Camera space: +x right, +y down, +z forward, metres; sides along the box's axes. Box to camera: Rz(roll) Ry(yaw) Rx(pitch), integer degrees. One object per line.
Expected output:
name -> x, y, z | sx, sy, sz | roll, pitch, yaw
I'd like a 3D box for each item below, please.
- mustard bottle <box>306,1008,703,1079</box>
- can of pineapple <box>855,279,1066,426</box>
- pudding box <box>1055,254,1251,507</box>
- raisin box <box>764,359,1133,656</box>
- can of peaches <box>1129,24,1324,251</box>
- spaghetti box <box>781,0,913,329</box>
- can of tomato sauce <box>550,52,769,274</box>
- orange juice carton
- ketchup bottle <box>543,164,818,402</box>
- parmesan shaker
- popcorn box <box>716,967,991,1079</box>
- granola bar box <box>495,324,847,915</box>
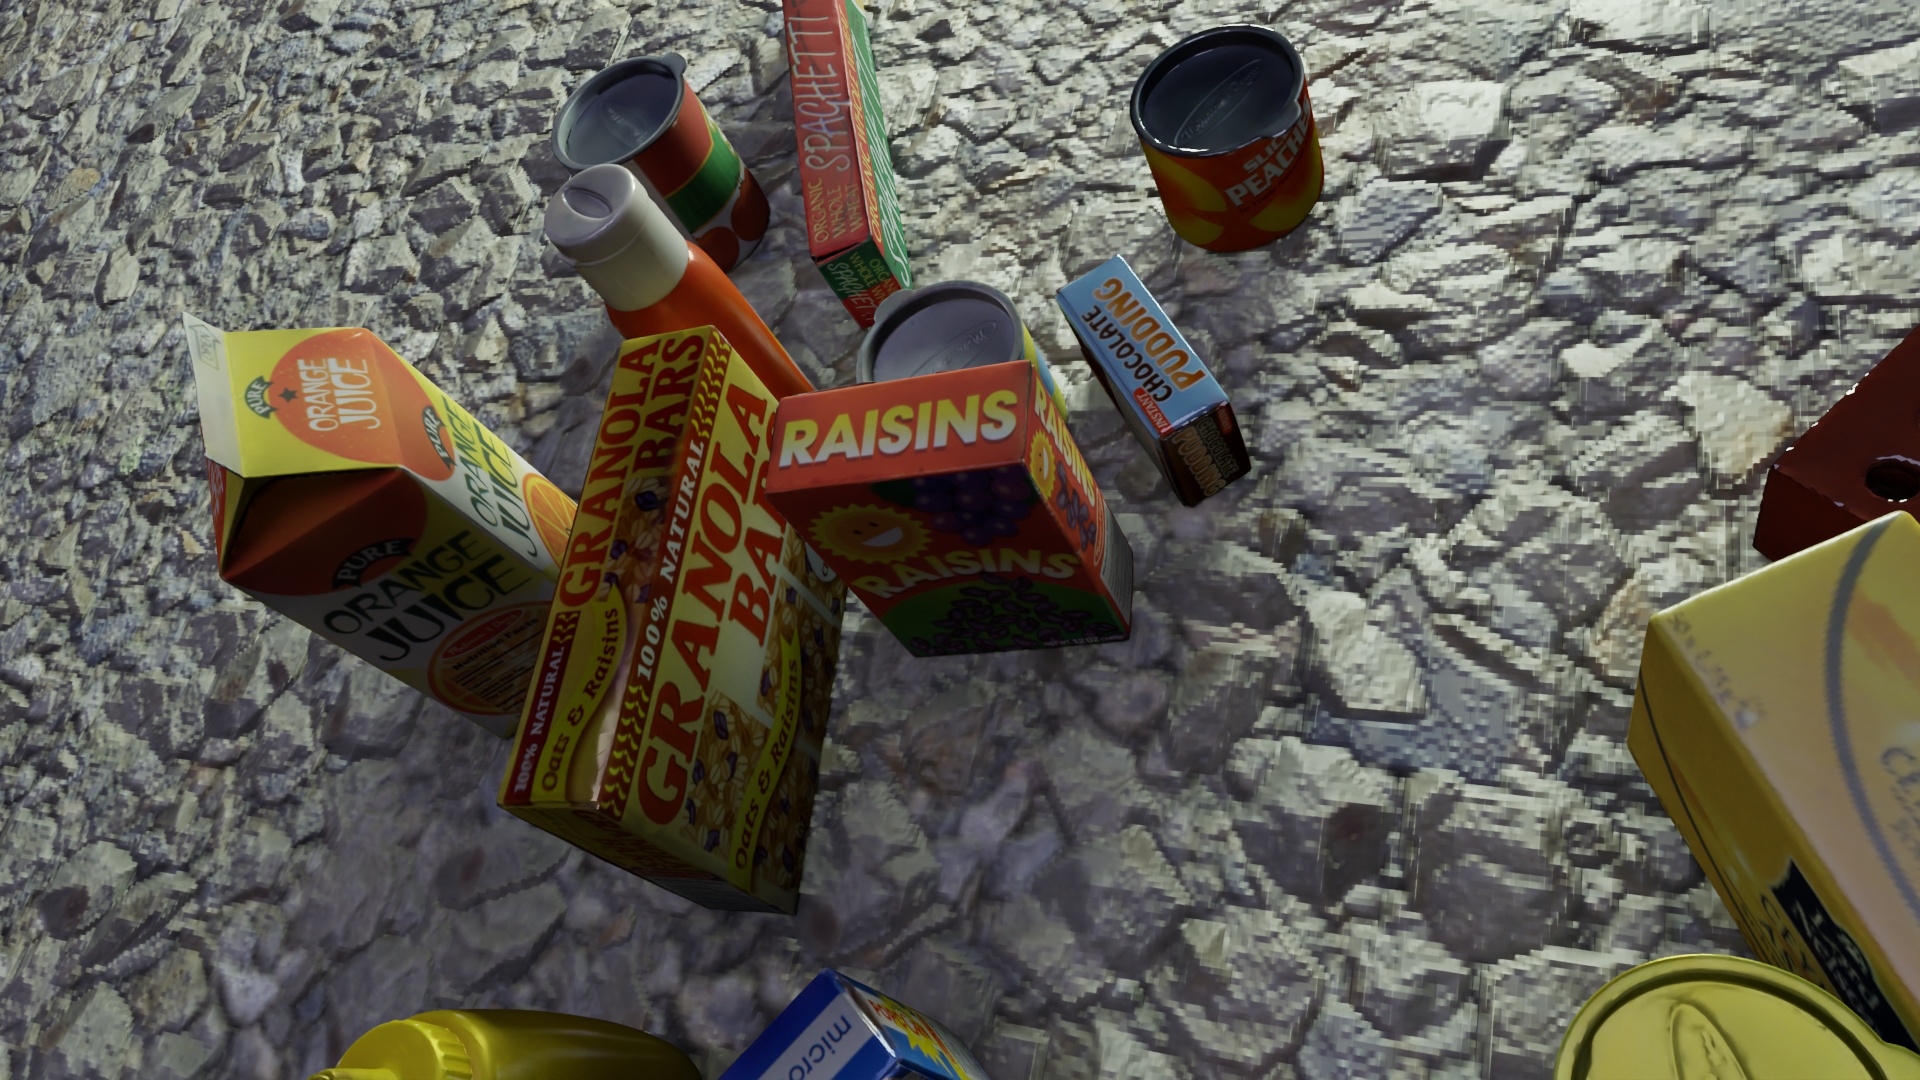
mustard bottle -> -0.131, 0.163, 0.395 | 0.049, 0.159, 0.065 | 1, 63, 24
can of pineapple -> 0.001, -0.057, 0.530 | 0.071, 0.057, 0.071 | -10, 58, 18
pudding box -> 0.070, -0.059, 0.507 | 0.030, 0.049, 0.084 | -31, 54, 4
raisin box -> 0.002, -0.006, 0.460 | 0.086, 0.123, 0.040 | -6, 60, 20
can of peaches -> 0.107, -0.155, 0.542 | 0.071, 0.058, 0.071 | -10, 58, 18
spaghetti box -> -0.058, -0.208, 0.647 | 0.028, 0.050, 0.251 | -18, 56, 13
can of tomato sauce -> -0.134, -0.169, 0.637 | 0.071, 0.083, 0.071 | -10, 59, 18
orange juice carton -> -0.202, -0.005, 0.503 | 0.073, 0.192, 0.072 | -32, 55, 4
ketchup bottle -> -0.101, -0.080, 0.531 | 0.065, 0.148, 0.043 | 30, 77, 33
parmesan shaker -> 0.173, 0.138, 0.316 | 0.071, 0.102, 0.071 | -10, 59, 18
popcorn box -> -0.053, 0.188, 0.394 | 0.127, 0.085, 0.038 | -46, 55, -6
granola bar box -> -0.087, 0.030, 0.476 | 0.039, 0.124, 0.166 | -4, 60, 21
